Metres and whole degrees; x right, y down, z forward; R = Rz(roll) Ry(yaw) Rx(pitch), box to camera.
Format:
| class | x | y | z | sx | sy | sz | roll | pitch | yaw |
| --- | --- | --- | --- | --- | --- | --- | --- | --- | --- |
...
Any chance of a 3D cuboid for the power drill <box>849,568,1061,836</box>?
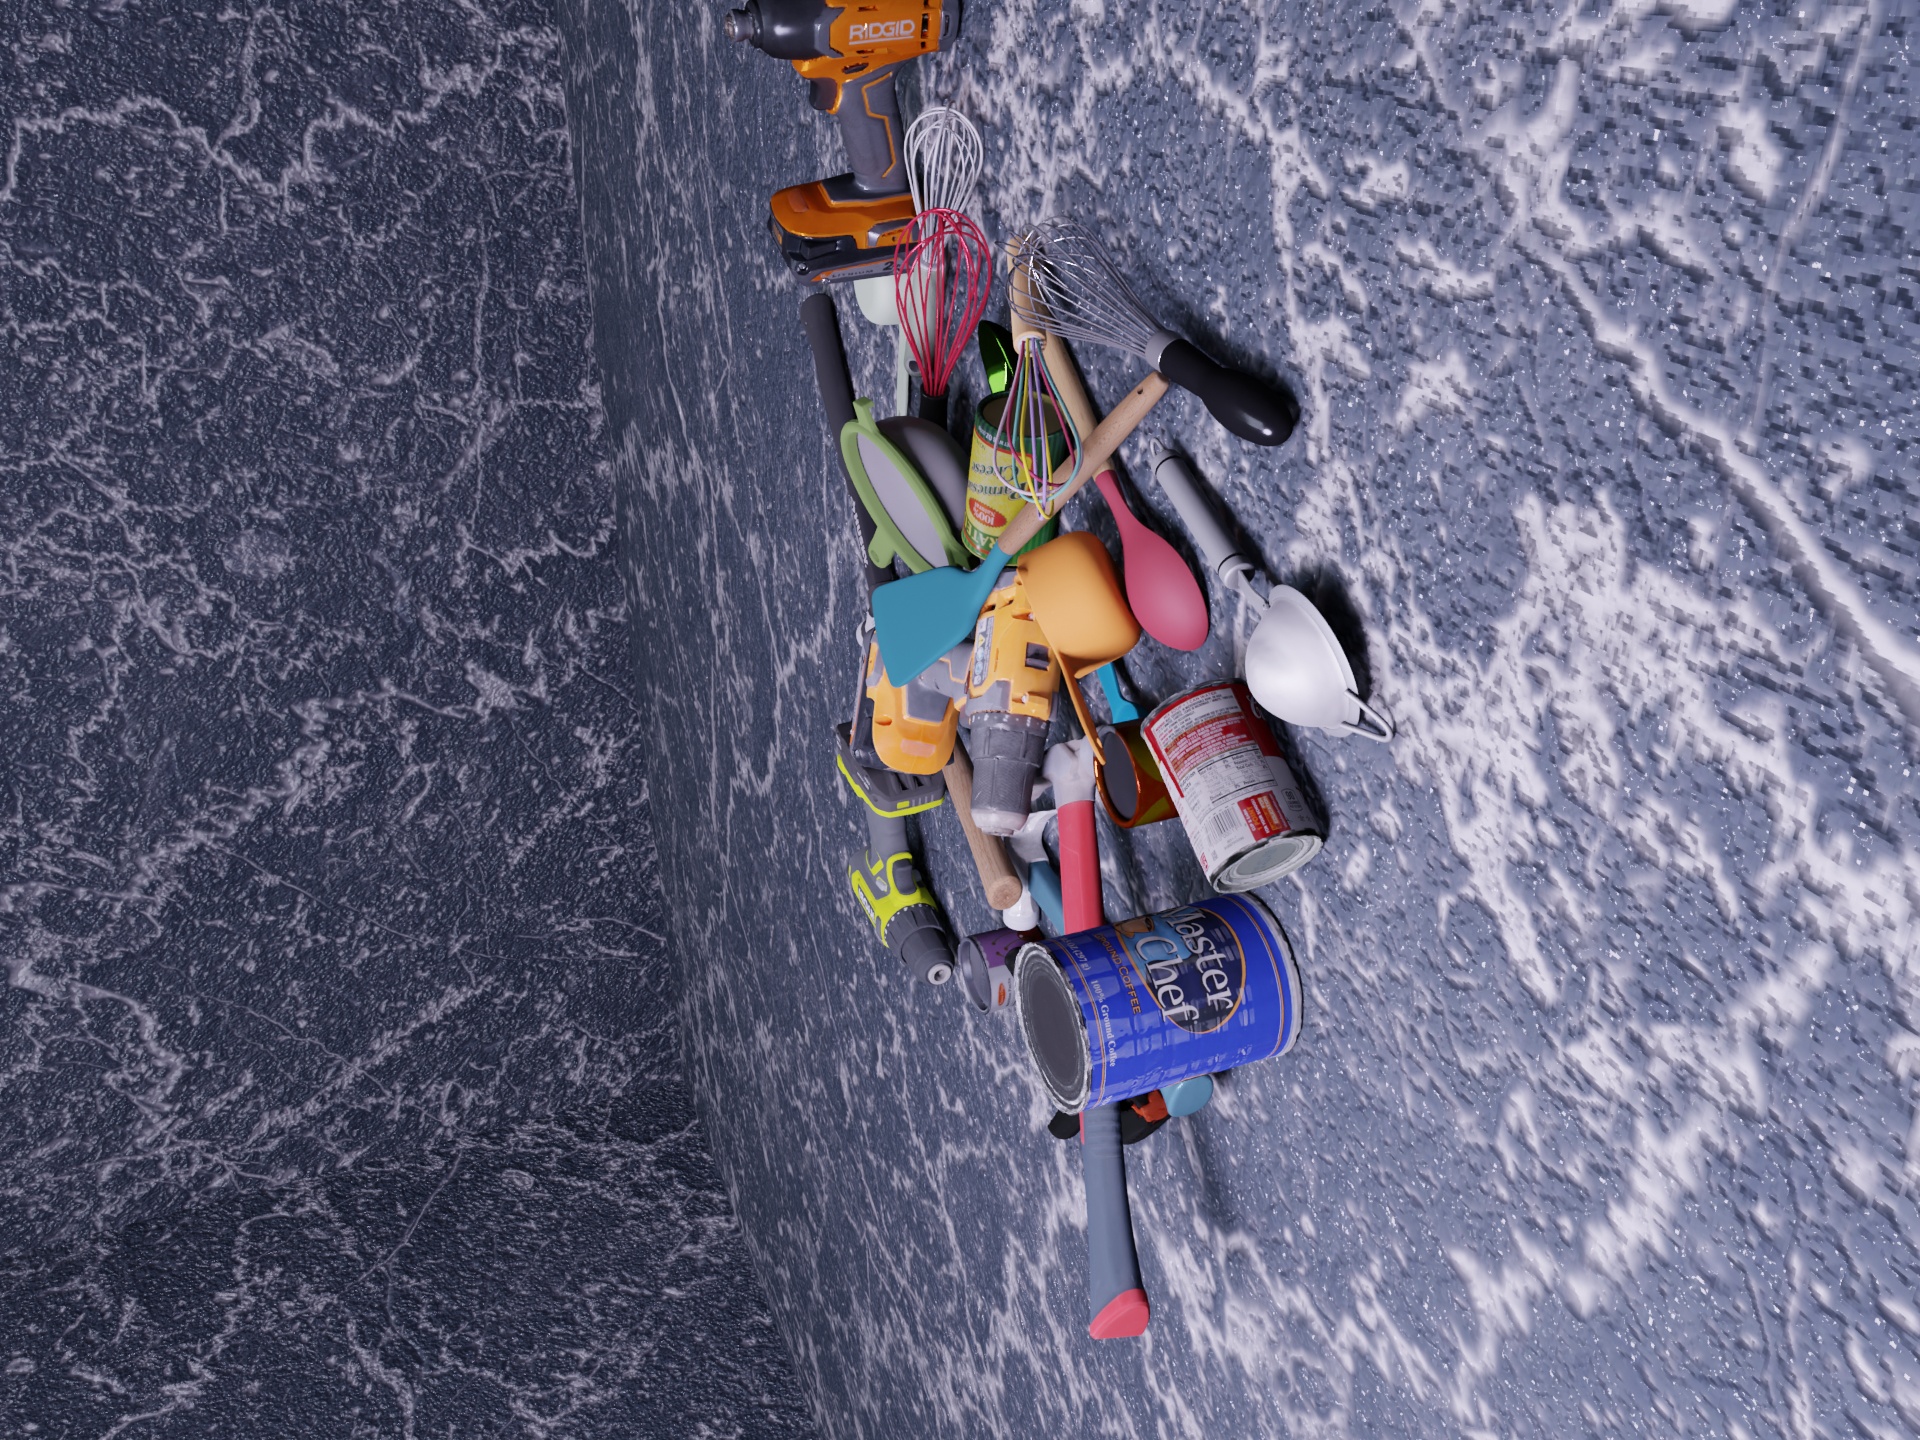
| class | x | y | z | sx | sy | sz | roll | pitch | yaw |
| --- | --- | --- | --- | --- | --- | --- | --- | --- | --- |
| power drill | -0.002 | -0.004 | 1.178 | 0.226 | 0.084 | 0.185 | -13 | 69 | 60 |

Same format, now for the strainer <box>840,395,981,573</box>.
| class | x | y | z | sx | sy | sz | roll | pitch | yaw |
| --- | --- | --- | --- | --- | --- | --- | --- | --- | --- |
| strainer | -0.032 | -0.172 | 1.275 | 0.151 | 0.069 | 0.256 | 55 | 168 | 1 |

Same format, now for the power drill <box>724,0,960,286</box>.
| class | x | y | z | sx | sy | sz | roll | pitch | yaw |
| --- | --- | --- | --- | --- | --- | --- | --- | --- | --- |
| power drill | -0.091 | -0.438 | 1.169 | 0.226 | 0.164 | 0.084 | 98 | 153 | -48 |

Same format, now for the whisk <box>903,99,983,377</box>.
| class | x | y | z | sx | sy | sz | roll | pitch | yaw |
| --- | --- | --- | --- | --- | --- | --- | --- | --- | --- |
| whisk | -0.021 | -0.356 | 1.204 | 0.246 | 0.058 | 0.059 | 101 | -175 | -54 |

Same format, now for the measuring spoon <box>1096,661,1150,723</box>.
| class | x | y | z | sx | sy | sz | roll | pitch | yaw |
| --- | --- | --- | --- | --- | --- | --- | --- | --- | --- |
| measuring spoon | 0.108 | -0.025 | 1.062 | 0.042 | 0.021 | 0.129 | 113 | 151 | -47 |

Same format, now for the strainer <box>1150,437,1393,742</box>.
| class | x | y | z | sx | sy | sz | roll | pitch | yaw |
| --- | --- | --- | --- | --- | --- | --- | --- | --- | --- |
| strainer | 0.153 | -0.074 | 0.869 | 0.086 | 0.050 | 0.259 | 79 | 171 | -49 |

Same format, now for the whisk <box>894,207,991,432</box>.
| class | x | y | z | sx | sy | sz | roll | pitch | yaw |
| --- | --- | --- | --- | --- | --- | --- | --- | --- | --- |
| whisk | -0.019 | -0.269 | 1.219 | 0.295 | 0.073 | 0.073 | 97 | 155 | -54 |

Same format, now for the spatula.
| class | x | y | z | sx | sy | sz | roll | pitch | yaw |
| --- | --- | --- | --- | --- | --- | --- | --- | --- | --- |
| spatula | 0.034 | -0.127 | 1.037 | 0.317 | 0.044 | 0.082 | -44 | 51 | 49 |

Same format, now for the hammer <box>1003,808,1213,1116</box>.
| class | x | y | z | sx | sy | sz | roll | pitch | yaw |
| --- | --- | --- | --- | --- | --- | --- | --- | --- | --- |
| hammer | 0.096 | 0.171 | 1.145 | 0.331 | 0.033 | 0.128 | -127 | 32 | -58 |

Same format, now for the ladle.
| class | x | y | z | sx | sy | sz | roll | pitch | yaw |
| --- | --- | --- | --- | --- | --- | --- | --- | --- | --- |
| ladle | 0.086 | -0.177 | 1.020 | 0.069 | 0.031 | 0.316 | 110 | 146 | -57 |

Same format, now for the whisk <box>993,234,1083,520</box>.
| class | x | y | z | sx | sy | sz | roll | pitch | yaw |
| --- | --- | --- | --- | --- | --- | --- | --- | --- | --- |
| whisk | 0.045 | -0.225 | 1.000 | 0.051 | 0.047 | 0.245 | -37 | 42 | 39 |

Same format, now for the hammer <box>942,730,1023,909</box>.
| class | x | y | z | sx | sy | sz | roll | pitch | yaw |
| --- | --- | --- | --- | --- | --- | --- | --- | --- | --- |
| hammer | -0.006 | 0.033 | 1.334 | 0.332 | 0.031 | 0.130 | -111 | 18 | -48 |

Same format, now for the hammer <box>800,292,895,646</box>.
| class | x | y | z | sx | sy | sz | roll | pitch | yaw |
| --- | --- | --- | --- | --- | --- | --- | --- | --- | --- |
| hammer | -0.100 | -0.240 | 1.497 | 0.146 | 0.035 | 0.335 | 149 | 109 | -71 |

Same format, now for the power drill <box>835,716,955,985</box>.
| class | x | y | z | sx | sy | sz | roll | pitch | yaw |
| --- | --- | --- | --- | --- | --- | --- | --- | --- | --- |
| power drill | -0.057 | 0.124 | 1.517 | 0.191 | 0.080 | 0.228 | -128 | 30 | -53 |

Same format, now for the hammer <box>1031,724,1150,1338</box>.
| class | x | y | z | sx | sy | sz | roll | pitch | yaw |
| --- | --- | --- | --- | --- | --- | --- | --- | --- | --- |
| hammer | 0.081 | 0.206 | 1.065 | 0.143 | 0.038 | 0.387 | -33 | 56 | 58 |

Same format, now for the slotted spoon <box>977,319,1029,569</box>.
| class | x | y | z | sx | sy | sz | roll | pitch | yaw |
| --- | --- | --- | --- | --- | --- | --- | --- | --- | --- |
| slotted spoon | 0.032 | -0.147 | 1.187 | 0.070 | 0.031 | 0.313 | -124 | 27 | -51 |

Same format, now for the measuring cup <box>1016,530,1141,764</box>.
| class | x | y | z | sx | sy | sz | roll | pitch | yaw |
| --- | --- | --- | --- | --- | --- | --- | --- | --- | --- |
| measuring cup | 0.086 | -0.047 | 0.981 | 0.095 | 0.052 | 0.174 | 49 | -161 | -44 |

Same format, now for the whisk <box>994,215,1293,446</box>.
| class | x | y | z | sx | sy | sz | roll | pitch | yaw |
| --- | --- | --- | --- | --- | --- | --- | --- | --- | --- |
| whisk | 0.102 | -0.222 | 0.910 | 0.285 | 0.070 | 0.070 | 50 | 146 | 45 |

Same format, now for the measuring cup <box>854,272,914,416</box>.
| class | x | y | z | sx | sy | sz | roll | pitch | yaw |
| --- | --- | --- | --- | --- | --- | --- | --- | --- | --- |
| measuring cup | -0.064 | -0.326 | 1.338 | 0.083 | 0.038 | 0.167 | -133 | 39 | -57 |
